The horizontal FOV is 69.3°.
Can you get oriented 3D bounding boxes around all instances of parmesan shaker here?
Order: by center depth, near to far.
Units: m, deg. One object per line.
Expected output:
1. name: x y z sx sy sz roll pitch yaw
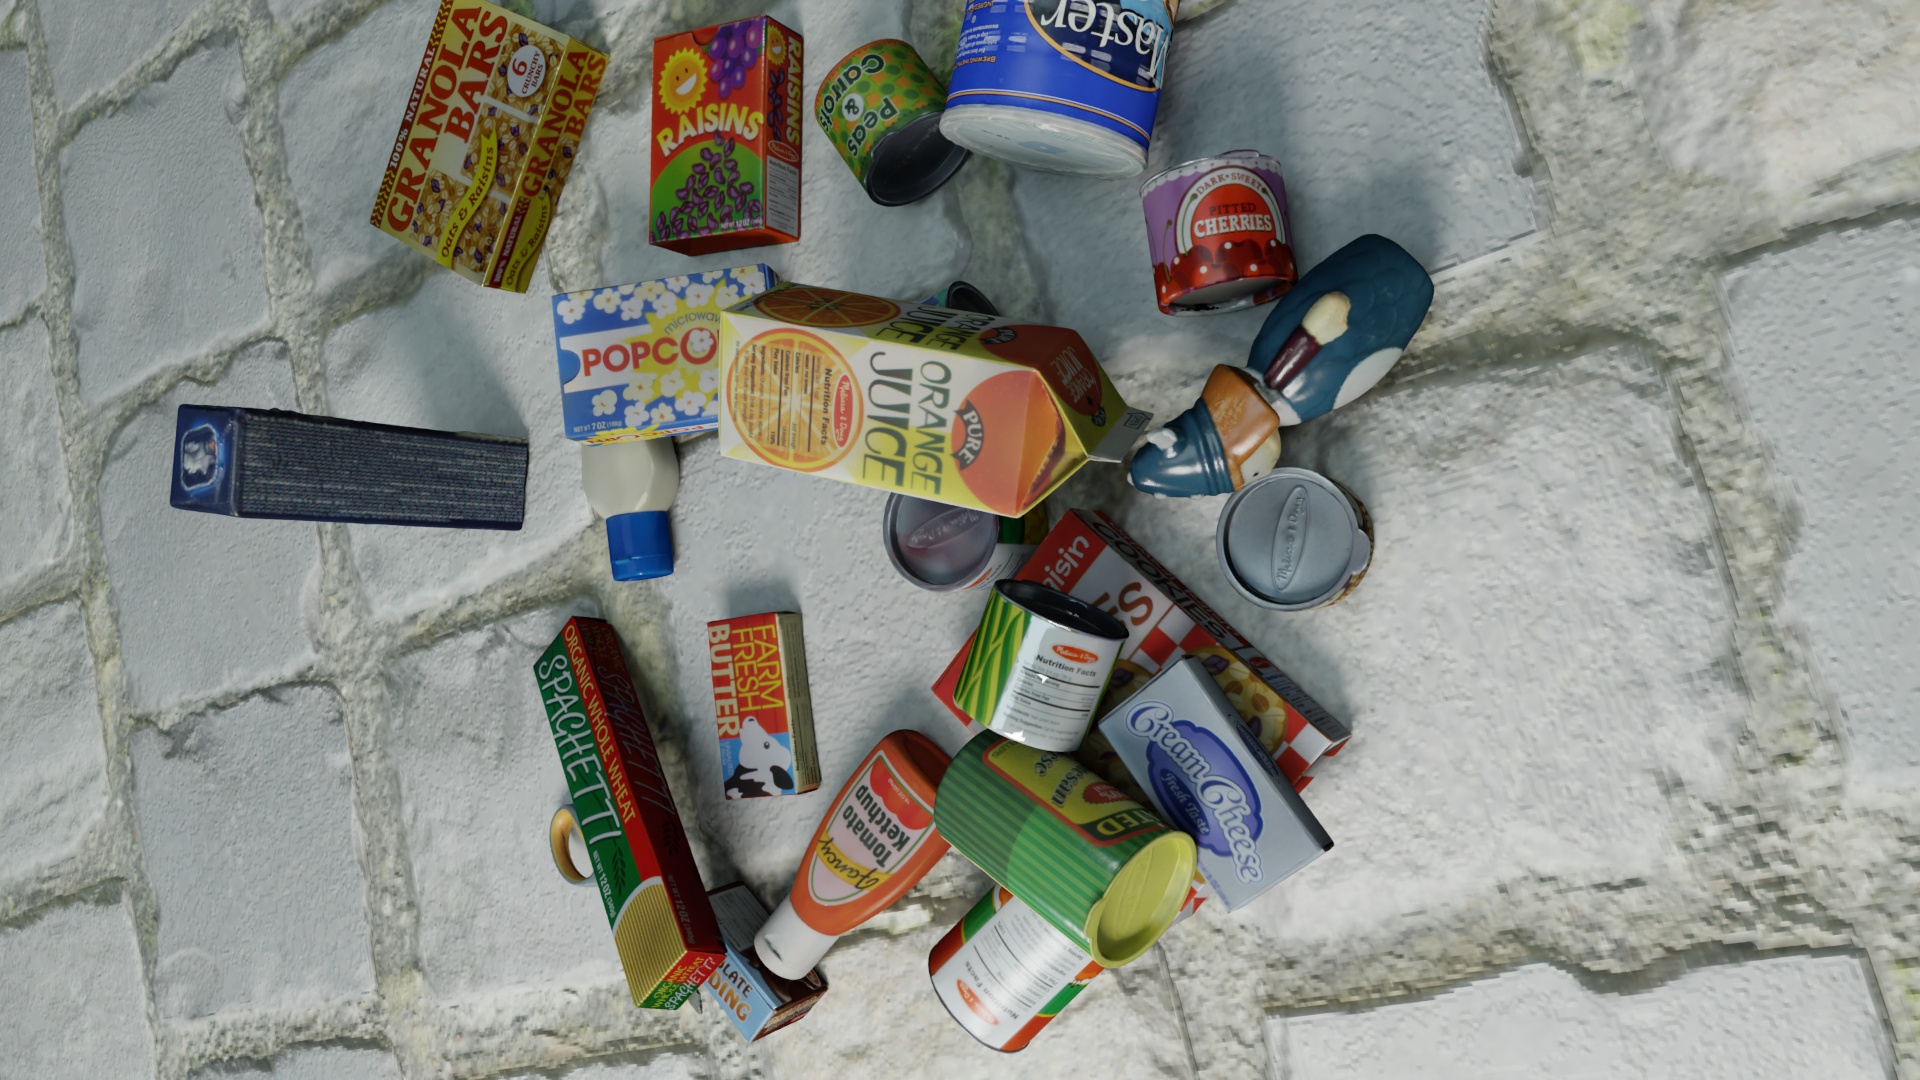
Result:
1. parmesan shaker: 0.043 0.133 0.619 0.103 0.071 0.071 30 103 40

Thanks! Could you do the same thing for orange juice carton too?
1. orange juice carton: -0.011 -0.065 0.647 0.193 0.072 0.072 12 114 15

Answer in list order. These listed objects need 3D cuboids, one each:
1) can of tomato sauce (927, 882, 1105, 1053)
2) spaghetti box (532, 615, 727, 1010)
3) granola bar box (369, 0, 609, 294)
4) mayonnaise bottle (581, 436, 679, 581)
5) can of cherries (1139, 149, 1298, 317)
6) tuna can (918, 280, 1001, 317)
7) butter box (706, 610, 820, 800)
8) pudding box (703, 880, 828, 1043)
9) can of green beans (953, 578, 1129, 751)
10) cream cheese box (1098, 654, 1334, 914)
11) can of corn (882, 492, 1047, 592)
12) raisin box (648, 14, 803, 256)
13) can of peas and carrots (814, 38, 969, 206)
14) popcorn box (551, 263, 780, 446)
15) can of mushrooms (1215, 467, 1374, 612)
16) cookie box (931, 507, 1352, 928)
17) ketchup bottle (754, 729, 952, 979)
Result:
1. can of tomato sauce: 0.036 0.197 0.682 0.071 0.071 0.083 48 109 22
2. spaghetti box: -0.192 0.144 0.785 0.050 0.028 0.251 -49 48 19
3. granola bar box: -0.308 -0.260 0.904 0.124 0.039 0.165 29 102 26
4. mayonnaise bottle: -0.199 -0.051 0.835 0.064 0.041 0.148 -10 84 22
5. can of cherries: 0.120 -0.141 0.644 0.071 0.071 0.058 -10 84 28
6. tuna can: 0.000 -0.094 0.710 0.032 0.071 0.071 -25 77 28
7. butter box: -0.112 0.093 0.790 0.053 0.024 0.103 -11 83 28
8. pudding box: -0.120 0.233 0.774 0.084 0.050 0.030 43 110 23
9. can of green beans: 0.036 0.057 0.638 0.071 0.071 0.057 26 102 27
10. cream cheese box: 0.112 0.108 0.619 0.053 0.024 0.104 -41 71 21
11. can of corn: 0.003 -0.009 0.711 0.071 0.058 0.071 -1 88 29
12. raisin box: -0.137 -0.234 0.808 0.086 0.040 0.123 0 87 30
13. can of peas and carrots: -0.037 -0.221 0.734 0.070 0.071 0.059 -42 69 22
14. popcorn box: -0.162 -0.105 0.793 0.127 0.038 0.085 -8 85 5
15. can of mushrooms: 0.157 0.001 0.640 0.071 0.033 0.071 -1 87 29
16. cookie box: 0.082 0.082 0.674 0.168 0.040 0.122 44 108 23
17. ketchup bottle: -0.055 0.173 0.745 0.065 0.043 0.148 46 109 23
